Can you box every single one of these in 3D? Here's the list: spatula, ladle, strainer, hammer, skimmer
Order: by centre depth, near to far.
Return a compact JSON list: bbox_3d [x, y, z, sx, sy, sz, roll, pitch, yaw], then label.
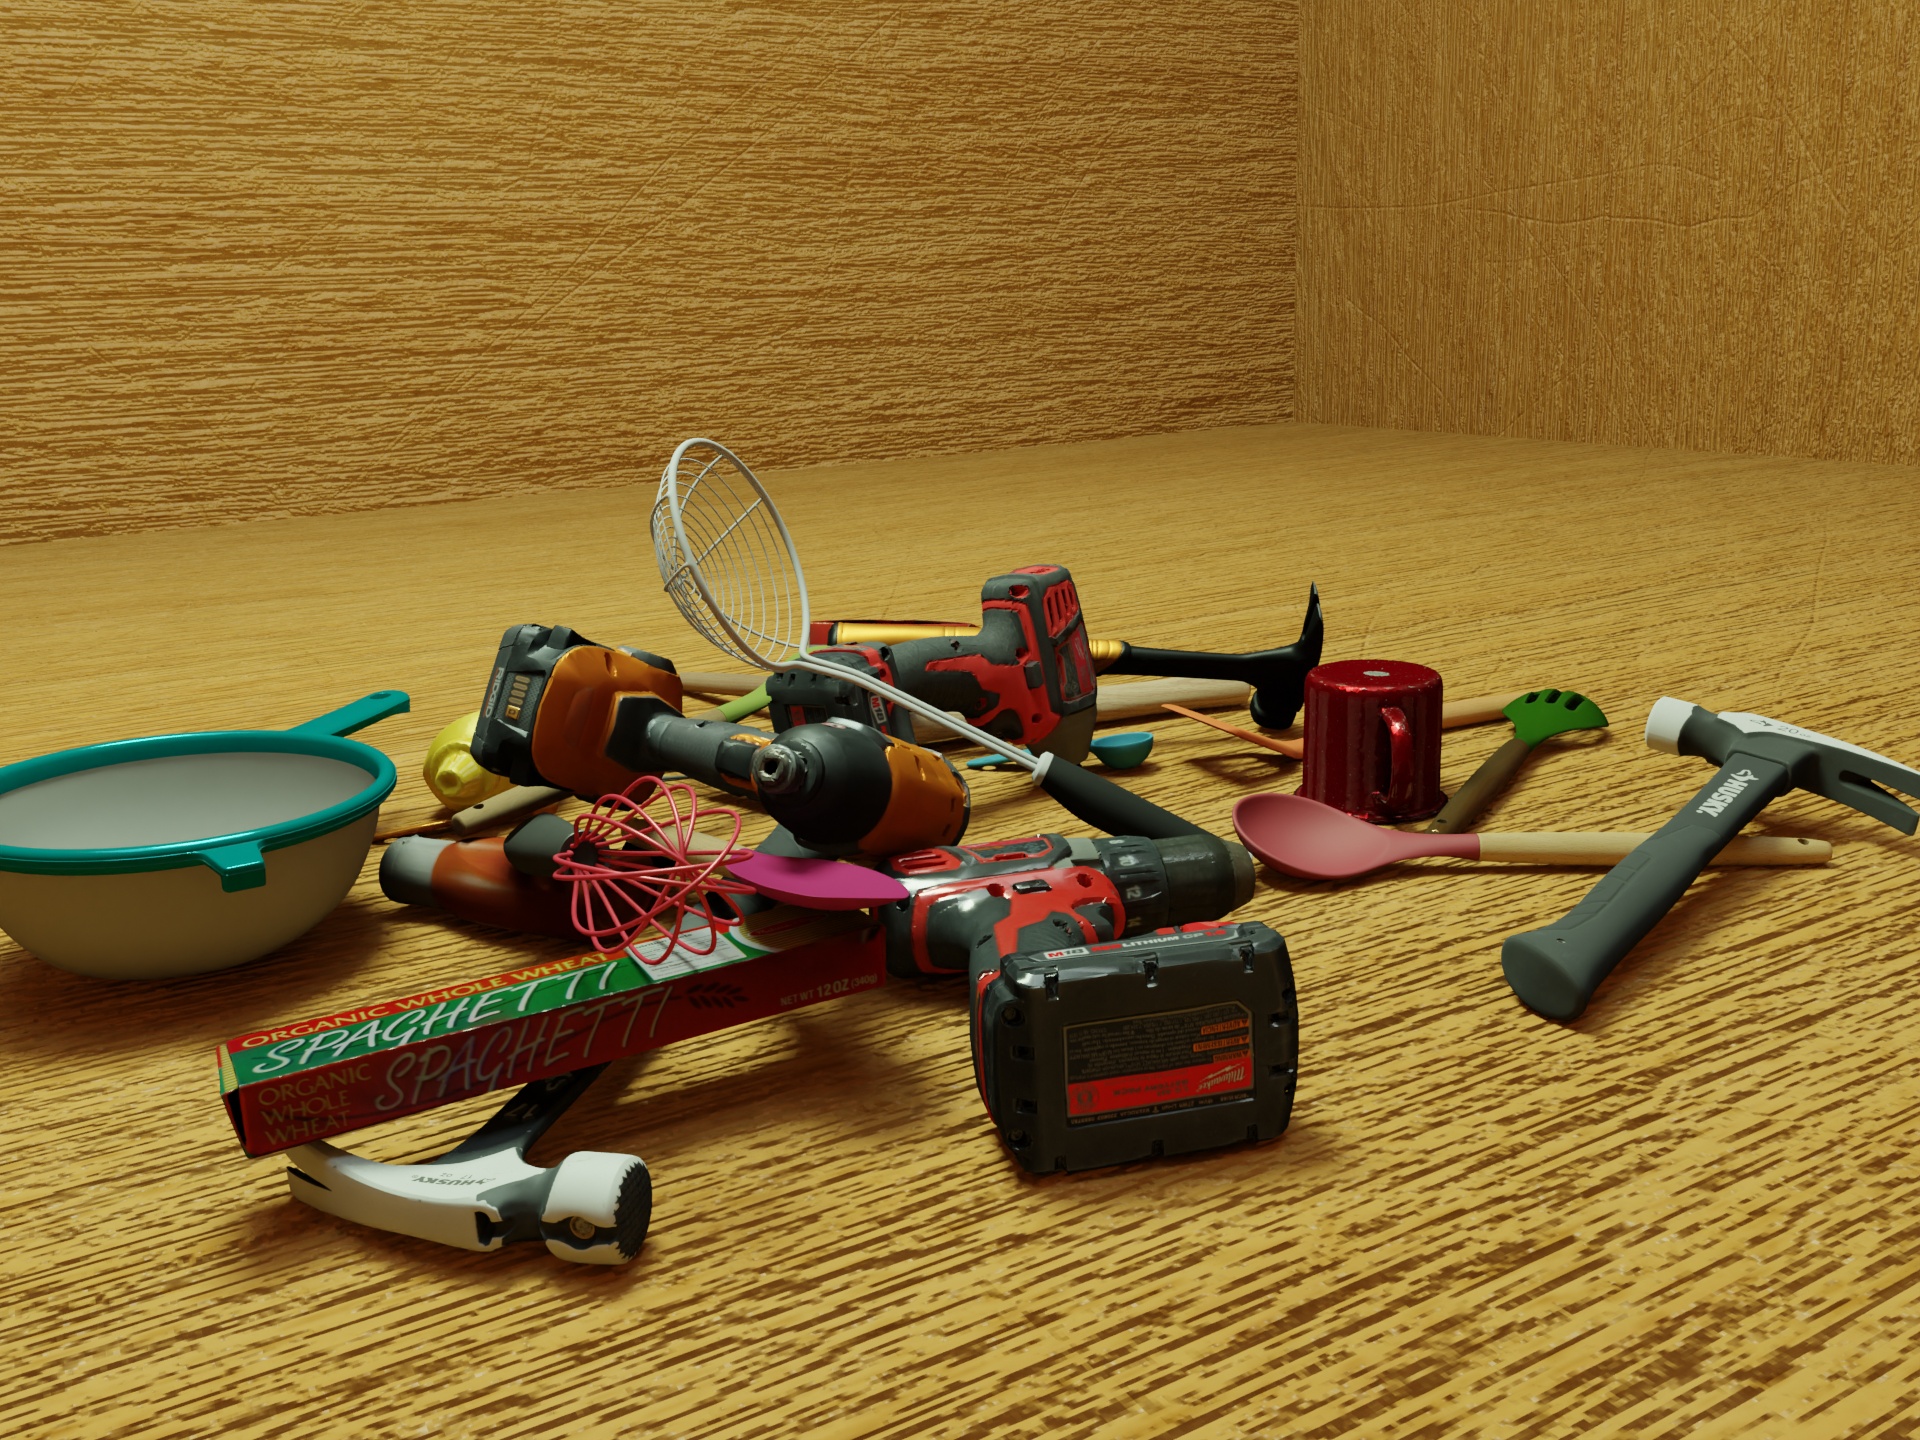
[{"bbox_3d":[-0.138,0.117,0.727,0.149,0.036,0.409,0,15,14],"label":"hammer"},{"bbox_3d":[0.363,0.066,0.789,0.146,0.035,0.335,20,31,37],"label":"hammer"},{"bbox_3d":[0.001,-0.025,0.830,0.363,0.090,0.127,27,25,0],"label":"skimmer"},{"bbox_3d":[0.304,0.067,0.856,0.315,0.031,0.069,1,34,4],"label":"ladle"},{"bbox_3d":[-0.385,0.060,0.865,0.211,0.095,0.340,2,13,7],"label":"strainer"},{"bbox_3d":[-0.165,0.019,0.958,0.078,0.062,0.320,19,30,35],"label":"ladle"},{"bbox_3d":[0.077,-0.048,1.089,0.337,0.127,0.034,2,52,-3],"label":"hammer"},{"bbox_3d":[0.293,-0.005,1.100,0.322,0.041,0.081,-8,15,-24],"label":"spatula"},{"bbox_3d":[0.058,-0.007,1.161,0.331,0.031,0.130,-7,16,-19],"label":"hammer"},{"bbox_3d":[-0.144,-0.026,1.223,0.059,0.018,0.316,-18,14,-38],"label":"spatula"}]

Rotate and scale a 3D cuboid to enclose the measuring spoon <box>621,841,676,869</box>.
[{"bbox_3d":[-0.164,0.071,0.875,0.034,0.018,0.124,-20,6,-22],"label":"measuring spoon"}]

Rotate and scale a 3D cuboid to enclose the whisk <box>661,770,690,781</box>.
[{"bbox_3d":[-0.159,0.029,1.039,0.239,0.055,0.055,14,21,34],"label":"whisk"}]

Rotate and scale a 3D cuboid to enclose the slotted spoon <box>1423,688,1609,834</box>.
[{"bbox_3d":[0.348,0.025,1.007,0.070,0.031,0.314,10,21,31],"label":"slotted spoon"}]

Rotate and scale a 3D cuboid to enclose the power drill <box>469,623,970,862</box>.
[{"bbox_3d":[-0.124,0.015,0.782,0.226,0.084,0.164,14,-4,23],"label":"power drill"}]

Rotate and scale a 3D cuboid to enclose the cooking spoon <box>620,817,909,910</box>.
[{"bbox_3d":[-0.110,0.065,0.748,0.068,0.017,0.319,4,0,-27],"label":"cooking spoon"}]

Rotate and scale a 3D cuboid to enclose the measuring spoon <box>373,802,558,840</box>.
[{"bbox_3d":[-0.310,0.066,0.994,0.117,0.011,0.021,-10,3,-15],"label":"measuring spoon"}]

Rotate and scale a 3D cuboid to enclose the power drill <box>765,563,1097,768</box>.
[{"bbox_3d":[-0.002,-0.003,0.972,0.219,0.143,0.078,-23,17,-39],"label":"power drill"}]

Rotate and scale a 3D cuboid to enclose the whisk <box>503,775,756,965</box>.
[{"bbox_3d":[-0.155,0.059,0.681,0.073,0.073,0.296,-10,4,-27],"label":"whisk"}]

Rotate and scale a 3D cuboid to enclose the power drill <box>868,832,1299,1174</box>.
[{"bbox_3d":[0.068,0.100,0.686,0.188,0.080,0.227,-6,12,-12],"label":"power drill"}]

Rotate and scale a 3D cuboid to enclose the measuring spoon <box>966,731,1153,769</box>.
[{"bbox_3d":[0.068,0.028,1.071,0.128,0.021,0.042,-9,9,13],"label":"measuring spoon"}]
